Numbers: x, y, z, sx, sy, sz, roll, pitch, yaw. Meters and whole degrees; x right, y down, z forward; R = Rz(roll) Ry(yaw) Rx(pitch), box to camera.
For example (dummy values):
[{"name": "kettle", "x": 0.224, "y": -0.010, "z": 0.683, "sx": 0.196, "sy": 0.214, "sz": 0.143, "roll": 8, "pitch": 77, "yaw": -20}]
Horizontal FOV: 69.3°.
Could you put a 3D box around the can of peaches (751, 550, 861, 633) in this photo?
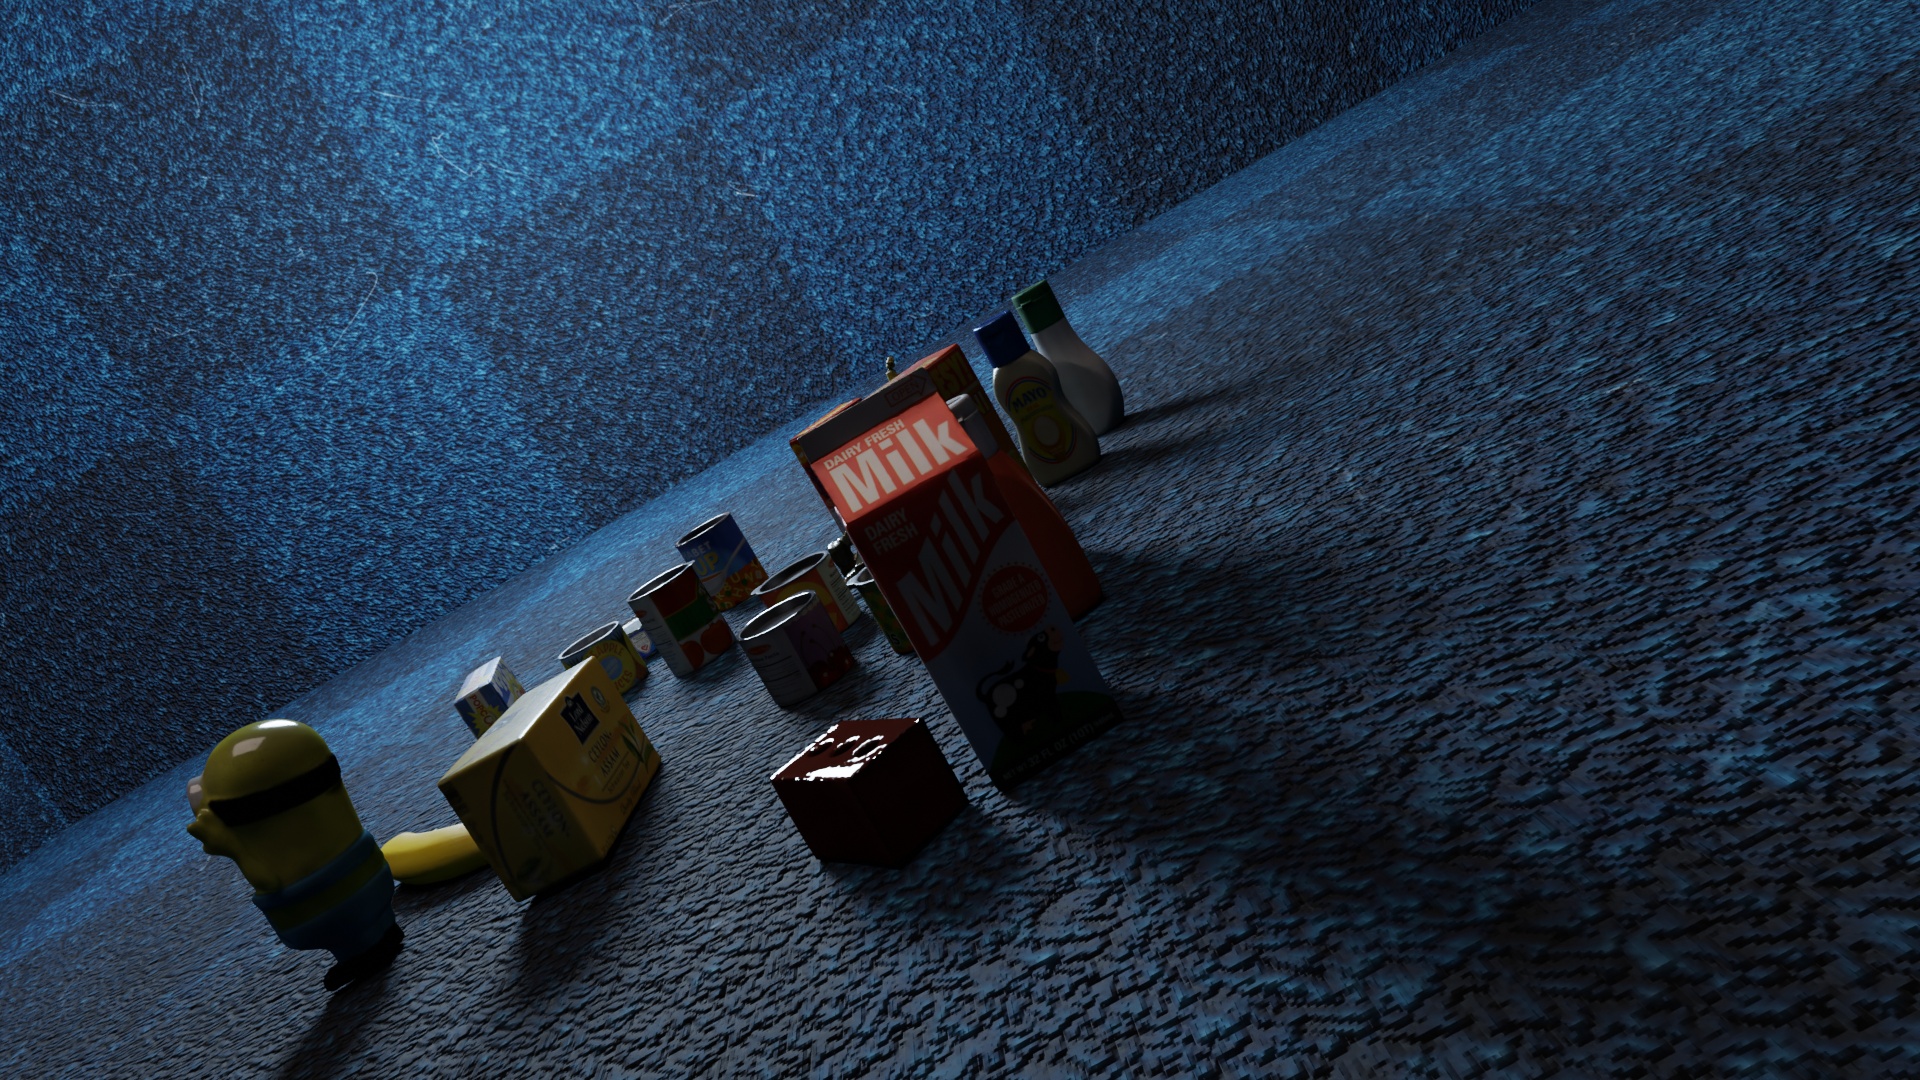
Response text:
[{"name": "can of peaches", "x": -0.123, "y": 0.050, "z": 1.114, "sx": 0.071, "sy": 0.058, "sz": 0.071, "roll": -28, "pitch": 12, "yaw": 7}]

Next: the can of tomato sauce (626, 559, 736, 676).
[{"name": "can of tomato sauce", "x": -0.251, "y": 0.071, "z": 1.260, "sx": 0.071, "sy": 0.083, "sz": 0.071, "roll": -28, "pitch": 12, "yaw": 7}]

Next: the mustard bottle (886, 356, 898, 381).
[{"name": "mustard bottle", "x": -0.028, "y": -0.086, "z": 1.206, "sx": 0.049, "sy": 0.160, "sz": 0.065, "roll": -36, "pitch": 13, "yaw": -27}]

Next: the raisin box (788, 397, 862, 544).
[{"name": "raisin box", "x": -0.107, "y": -0.071, "z": 1.407, "sx": 0.040, "sy": 0.123, "sz": 0.086, "roll": -16, "pitch": 18, "yaw": 47}]

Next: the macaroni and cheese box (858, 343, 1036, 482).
[{"name": "macaroni and cheese box", "x": -0.004, "y": -0.032, "z": 0.921, "sx": 0.040, "sy": 0.166, "sz": 0.124, "roll": -19, "pitch": 16, "yaw": 40}]

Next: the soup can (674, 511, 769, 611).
[{"name": "soup can", "x": -0.248, "y": 0.024, "z": 1.439, "sx": 0.071, "sy": 0.083, "sz": 0.071, "roll": -28, "pitch": 12, "yaw": 7}]

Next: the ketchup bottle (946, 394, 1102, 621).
[{"name": "ketchup bottle", "x": 0.025, "y": -0.015, "z": 0.829, "sx": 0.065, "sy": 0.148, "sz": 0.043, "roll": -31, "pitch": 12, "yaw": -6}]

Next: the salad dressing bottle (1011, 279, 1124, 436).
[{"name": "salad dressing bottle", "x": 0.097, "y": -0.166, "z": 1.269, "sx": 0.064, "sy": 0.147, "sz": 0.044, "roll": -22, "pitch": 14, "yaw": 32}]

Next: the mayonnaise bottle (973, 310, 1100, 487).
[{"name": "mayonnaise bottle", "x": 0.061, "y": -0.122, "z": 1.176, "sx": 0.064, "sy": 0.148, "sz": 0.041, "roll": -26, "pitch": 12, "yaw": 16}]

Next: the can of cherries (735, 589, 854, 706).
[{"name": "can of cherries", "x": -0.116, "y": 0.076, "z": 0.996, "sx": 0.071, "sy": 0.058, "sz": 0.071, "roll": -28, "pitch": 12, "yaw": 7}]

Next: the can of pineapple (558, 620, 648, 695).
[{"name": "can of pineapple", "x": -0.341, "y": 0.119, "z": 1.329, "sx": 0.071, "sy": 0.057, "sz": 0.071, "roll": -28, "pitch": 12, "yaw": 7}]

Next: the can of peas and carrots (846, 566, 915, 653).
[{"name": "can of peas and carrots", "x": -0.034, "y": 0.038, "z": 0.961, "sx": 0.071, "sy": 0.058, "sz": 0.071, "roll": -28, "pitch": 12, "yaw": 7}]

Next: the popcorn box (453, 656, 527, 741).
[{"name": "popcorn box", "x": -0.420, "y": 0.161, "z": 1.277, "sx": 0.038, "sy": 0.085, "sz": 0.127, "roll": -31, "pitch": 12, "yaw": -9}]

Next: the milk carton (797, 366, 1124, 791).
[{"name": "milk carton", "x": -0.002, "y": 0.016, "z": 0.670, "sx": 0.072, "sy": 0.190, "sz": 0.073, "roll": -31, "pitch": 12, "yaw": -4}]
